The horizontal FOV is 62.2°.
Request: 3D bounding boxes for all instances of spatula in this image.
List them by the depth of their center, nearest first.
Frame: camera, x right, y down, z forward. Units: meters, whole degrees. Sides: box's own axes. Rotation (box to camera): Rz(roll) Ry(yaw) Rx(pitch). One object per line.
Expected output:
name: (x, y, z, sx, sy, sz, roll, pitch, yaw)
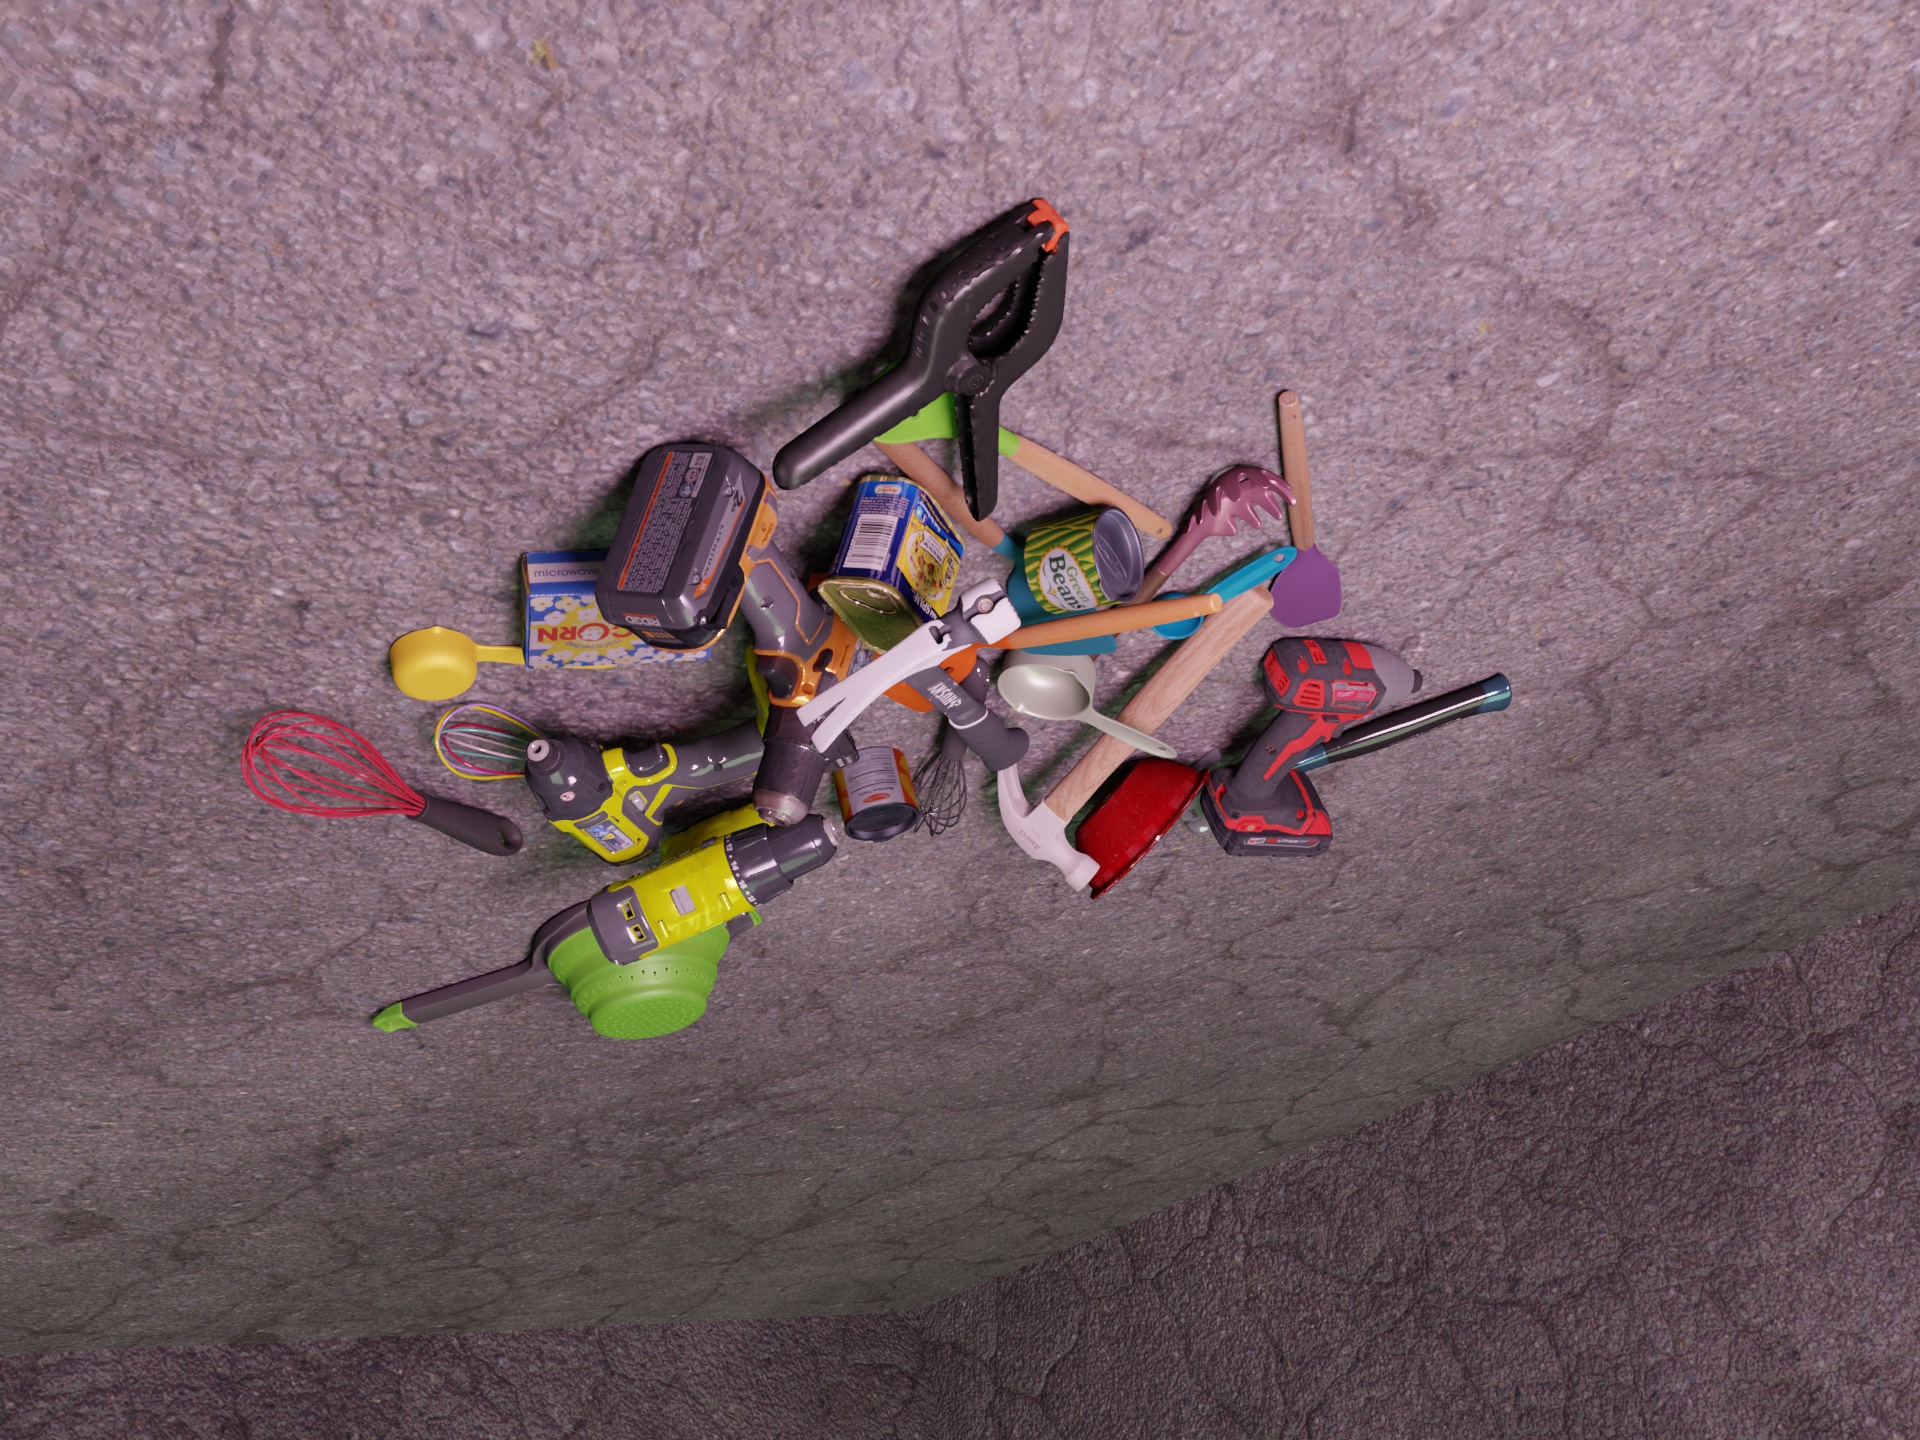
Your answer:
spatula: (0.010, -0.126, 1.085, 0.082, 0.044, 0.317, 1, 159, 32)
spatula: (0.055, -0.054, 1.150, 0.323, 0.041, 0.081, -8, 148, 46)
spatula: (0.253, -0.146, 1.188, 0.060, 0.018, 0.315, -15, 152, 7)

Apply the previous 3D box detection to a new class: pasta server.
pasta server: (0.144, -0.094, 1.208, 0.060, 0.040, 0.316, -1, 150, -31)

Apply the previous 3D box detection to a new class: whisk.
whisk: (-0.423, 0.058, 1.198, 0.073, 0.073, 0.295, -23, 155, 14)
whisk: (-0.306, 0.038, 1.230, 0.051, 0.047, 0.244, -32, 150, 25)
whisk: (-0.009, 0.024, 1.340, 0.055, 0.055, 0.238, -5, 145, -17)

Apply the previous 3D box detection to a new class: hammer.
hammer: (-0.002, -0.004, 1.138, 0.149, 0.036, 0.408, -32, 167, 3)
hammer: (0.143, 0.002, 1.330, 0.331, 0.130, 0.031, -51, 176, 34)
hammer: (0.364, 0.027, 1.527, 0.331, 0.033, 0.128, -21, 152, 10)

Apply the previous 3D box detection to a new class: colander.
colander: (-0.384, 0.272, 1.547, 0.397, 0.095, 0.204, -18, 151, 6)

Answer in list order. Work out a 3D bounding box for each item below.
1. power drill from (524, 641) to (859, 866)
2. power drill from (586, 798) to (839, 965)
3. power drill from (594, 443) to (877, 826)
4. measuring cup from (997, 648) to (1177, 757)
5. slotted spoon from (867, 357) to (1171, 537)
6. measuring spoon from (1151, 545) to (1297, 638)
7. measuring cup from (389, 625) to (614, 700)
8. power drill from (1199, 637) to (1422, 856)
power drill: (-0.201, 0.022, 1.179, 0.223, 0.080, 0.171, -24, 153, 1)
power drill: (-0.179, 0.115, 1.268, 0.190, 0.080, 0.228, -24, -177, 3)
power drill: (-0.133, -0.049, 1.019, 0.084, 0.185, 0.226, 6, 160, 30)
measuring cup: (0.108, -0.017, 1.272, 0.167, 0.038, 0.083, 26, 147, -21)
slotted spoon: (0.047, -0.170, 1.043, 0.070, 0.031, 0.313, -44, 143, 24)
measuring spoon: (0.202, -0.105, 1.229, 0.128, 0.021, 0.042, -30, 124, 25)
measuring cup: (-0.315, -0.035, 1.108, 0.156, 0.029, 0.062, 1, 147, -23)
power drill: (0.311, 0.021, 1.412, 0.143, 0.079, 0.219, 2, 132, -20)
